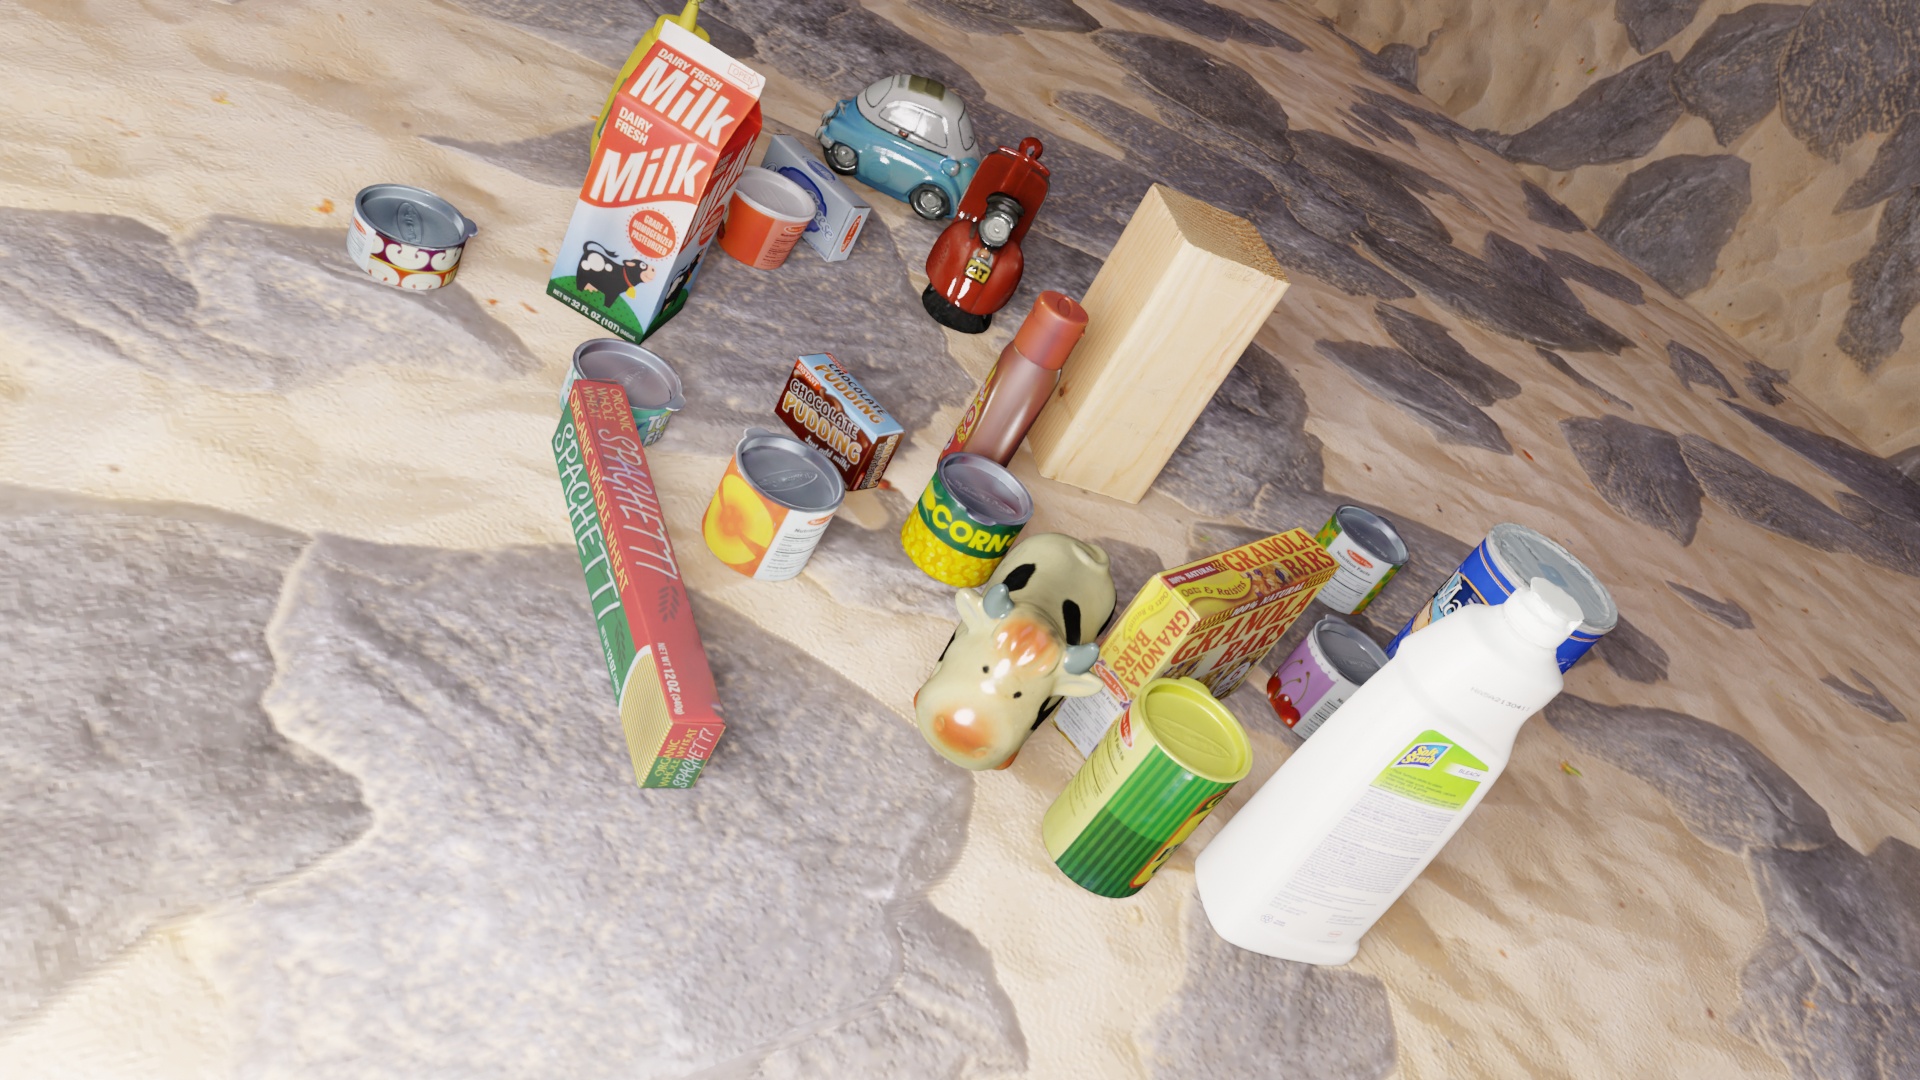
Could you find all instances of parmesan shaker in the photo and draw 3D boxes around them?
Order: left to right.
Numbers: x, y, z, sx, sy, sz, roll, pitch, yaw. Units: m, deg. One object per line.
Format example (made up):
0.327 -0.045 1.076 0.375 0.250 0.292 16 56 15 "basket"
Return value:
0.096 0.128 0.721 0.071 0.102 0.072 22 34 -16 "parmesan shaker"

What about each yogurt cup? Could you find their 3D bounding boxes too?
-0.150 -0.242 1.052 0.072 0.053 0.073 21 34 -15 "yogurt cup"

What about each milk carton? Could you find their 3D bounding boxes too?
-0.187 -0.225 0.875 0.072 0.189 0.074 30 33 -3 "milk carton"

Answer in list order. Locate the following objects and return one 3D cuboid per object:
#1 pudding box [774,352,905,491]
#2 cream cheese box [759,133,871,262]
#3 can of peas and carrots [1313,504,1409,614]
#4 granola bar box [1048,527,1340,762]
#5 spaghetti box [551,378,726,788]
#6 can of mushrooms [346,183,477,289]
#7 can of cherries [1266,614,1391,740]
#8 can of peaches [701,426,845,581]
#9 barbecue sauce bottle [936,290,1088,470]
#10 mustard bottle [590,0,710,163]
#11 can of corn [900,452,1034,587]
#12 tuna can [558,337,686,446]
-0.078 -0.077 0.898 0.030 0.049 0.084 -16 55 -49 "pudding box"
-0.122 -0.276 1.119 0.104 0.053 0.024 45 35 20 "cream cheese box"
0.304 0.014 1.079 0.071 0.058 0.071 21 34 -15 "can of peas and carrots"
0.141 0.059 0.829 0.166 0.123 0.039 -14 54 -48 "granola bar box"
-0.169 0.012 0.708 0.029 0.050 0.251 6 41 -34 "spaghetti box"
-0.334 -0.185 0.846 0.071 0.033 0.071 21 34 -15 "can of mushrooms"
0.247 0.094 0.929 0.071 0.058 0.072 21 34 -15 "can of cherries"
-0.109 -0.020 0.792 0.071 0.057 0.071 21 34 -15 "can of peaches"
0.035 -0.096 0.924 0.043 0.147 0.065 27 33 -8 "barbecue sauce bottle"
-0.219 -0.330 1.013 0.065 0.159 0.049 32 33 1 "mustard bottle"
0.003 -0.011 0.869 0.071 0.058 0.071 21 34 -15 "can of corn"
-0.200 -0.086 0.827 0.071 0.032 0.071 21 34 -15 "tuna can"
